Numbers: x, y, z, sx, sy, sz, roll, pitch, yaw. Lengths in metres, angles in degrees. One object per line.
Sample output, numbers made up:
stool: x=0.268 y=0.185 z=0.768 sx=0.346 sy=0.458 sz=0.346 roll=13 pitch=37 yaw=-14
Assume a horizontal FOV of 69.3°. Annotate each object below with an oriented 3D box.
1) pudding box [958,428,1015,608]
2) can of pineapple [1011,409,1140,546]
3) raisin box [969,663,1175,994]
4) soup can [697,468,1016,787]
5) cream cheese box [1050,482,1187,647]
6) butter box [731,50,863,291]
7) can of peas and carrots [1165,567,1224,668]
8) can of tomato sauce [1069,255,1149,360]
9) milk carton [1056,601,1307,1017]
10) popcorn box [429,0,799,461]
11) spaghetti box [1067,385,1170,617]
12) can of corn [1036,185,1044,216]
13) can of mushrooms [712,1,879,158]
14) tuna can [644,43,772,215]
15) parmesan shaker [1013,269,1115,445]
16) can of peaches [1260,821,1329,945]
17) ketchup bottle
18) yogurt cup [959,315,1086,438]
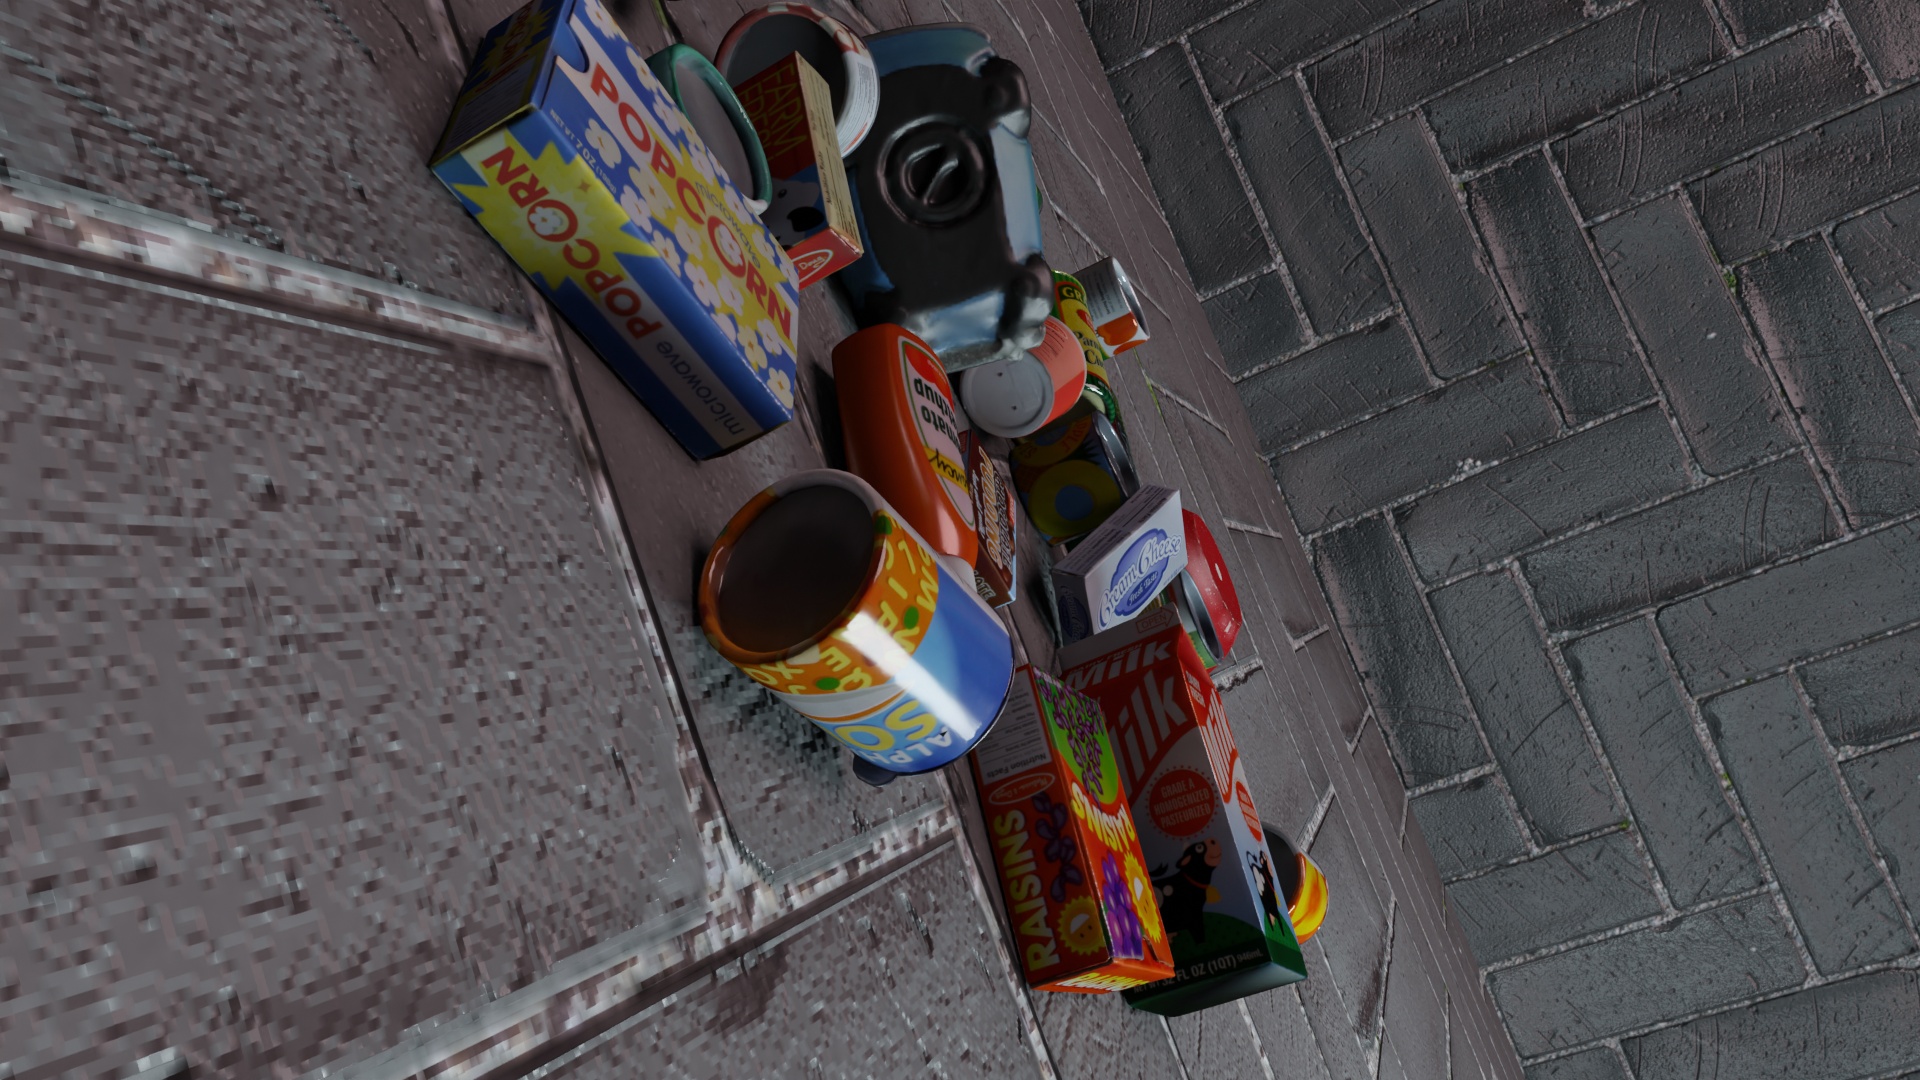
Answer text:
pudding box: x=0.002 y=-0.008 z=0.634 sx=0.049 sy=0.030 sz=0.084 roll=59 pitch=19 yaw=-28
can of pineapple: x=0.069 y=-0.038 z=0.827 sx=0.070 sy=0.058 sz=0.071 roll=56 pitch=19 yaw=-31
raisin box: x=0.045 y=0.122 z=0.579 sx=0.086 sy=0.040 sz=0.124 roll=39 pitch=33 yaw=-59
soup can: x=-0.032 y=0.029 z=0.427 sx=0.083 sy=0.071 sz=0.072 roll=47 pitch=26 yaw=-47
cream cheese box: x=0.090 y=0.015 z=0.776 sx=0.104 sy=0.024 sz=0.053 roll=-40 pitch=129 yaw=-40
butter box: x=-0.072 y=-0.140 z=0.543 sx=0.024 sy=0.053 sz=0.104 roll=40 pitch=30 yaw=-51
can of peas and carrots: x=0.126 y=0.058 z=0.874 sx=0.070 sy=0.058 sz=0.071 roll=57 pitch=19 yaw=-32
can of tomato sauce: x=0.083 y=-0.153 z=0.980 sx=0.071 sy=0.083 sz=0.071 roll=56 pitch=20 yaw=-32
milk carton: x=0.100 y=0.126 z=0.683 sx=0.073 sy=0.072 sz=0.191 roll=40 pitch=31 yaw=-56
popcorn box: x=-0.099 y=-0.097 z=0.431 sx=0.126 sy=0.038 sz=0.085 roll=53 pitch=23 yaw=-40
spaghetti box: x=0.093 y=-0.010 z=0.880 sx=0.028 sy=0.050 sz=0.251 roll=54 pitch=21 yaw=-43
can of corn: x=0.012 y=-0.226 z=0.884 sx=0.058 sy=0.071 sz=0.071 roll=50 pitch=23 yaw=-43
can of mushrooms: x=-0.073 y=-0.195 z=0.596 sx=0.071 sy=0.071 sz=0.033 roll=65 pitch=17 yaw=-5
tuna can: x=-0.099 y=-0.144 z=0.501 sx=0.071 sy=0.033 sz=0.071 roll=56 pitch=20 yaw=-33
parmesan shaker: x=0.057 y=-0.110 z=0.873 sx=0.071 sy=0.071 sz=0.103 roll=48 pitch=25 yaw=-48
can of peaches: x=0.181 y=0.210 z=0.834 sx=0.058 sy=0.071 sz=0.071 roll=46 pitch=27 yaw=-51
ketchup bottle: x=-0.019 y=-0.014 z=0.556 sx=0.064 sy=0.043 sz=0.149 roll=46 pitch=27 yaw=-50
yogurt cup: x=0.033 y=-0.091 z=0.782 sx=0.072 sy=0.072 sz=0.054 roll=63 pitch=25 yaw=-12
